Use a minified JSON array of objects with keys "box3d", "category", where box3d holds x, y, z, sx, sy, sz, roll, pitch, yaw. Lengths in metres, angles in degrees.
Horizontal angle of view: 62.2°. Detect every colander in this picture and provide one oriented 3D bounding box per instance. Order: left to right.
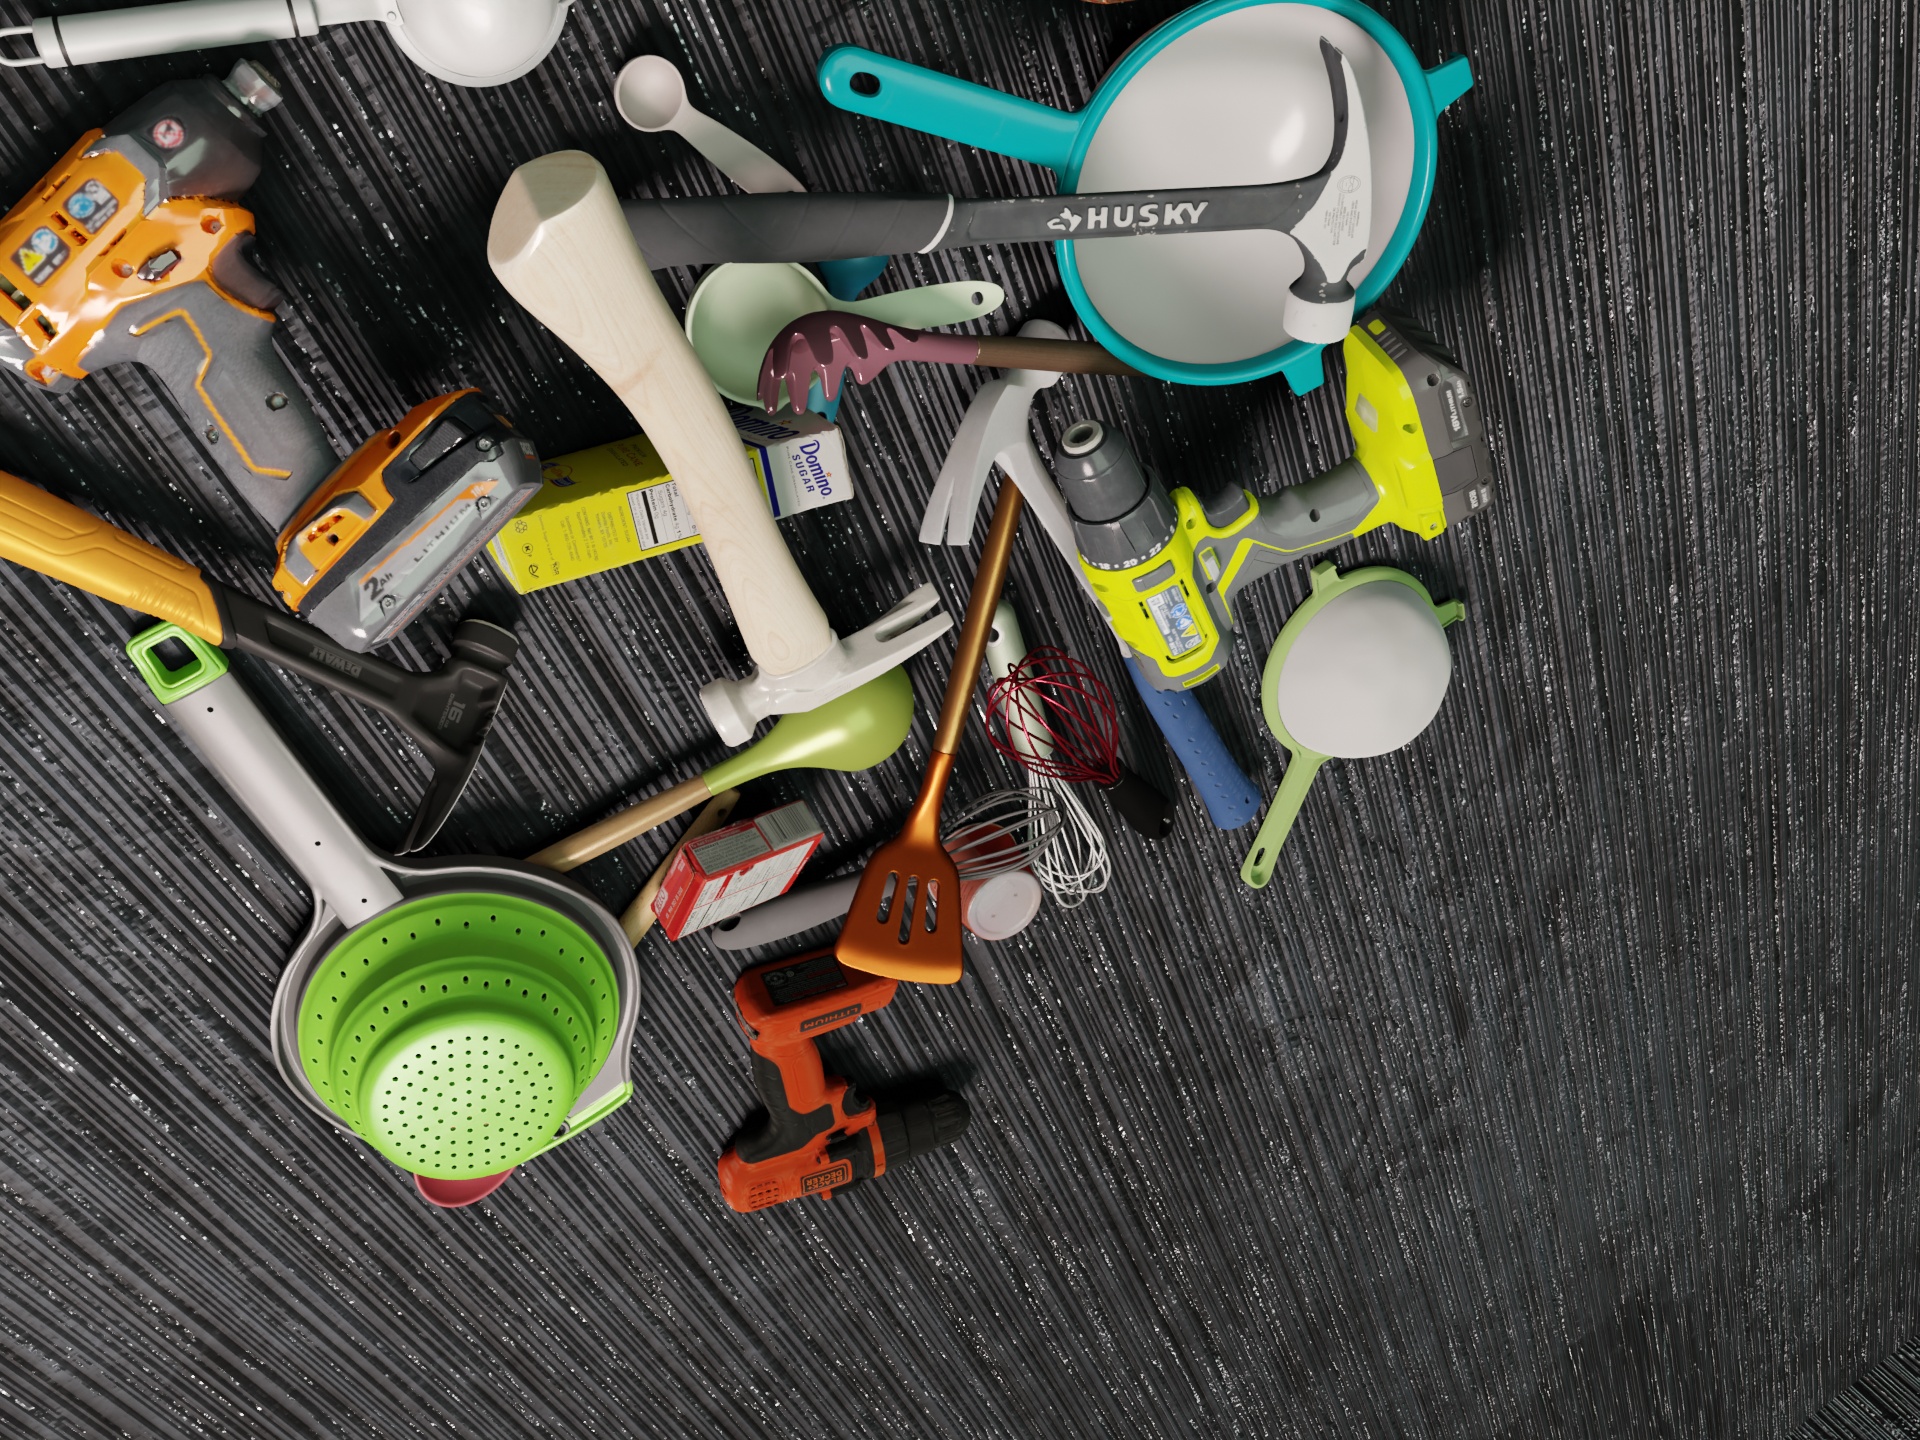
[{"box3d":[-0.306,0.122,0.842,0.204,0.095,0.396,-29,121,-4],"category":"colander"}]

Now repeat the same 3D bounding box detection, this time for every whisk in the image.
[{"box3d":[-0.045,0.096,1.007,0.239,0.055,0.055,-20,126,-2],"category":"whisk"},{"box3d":[0.052,0.025,1.039,0.059,0.058,0.246,-51,134,-40],"category":"whisk"},{"box3d":[0.088,0.026,1.004,0.073,0.073,0.295,-46,149,2],"category":"whisk"}]

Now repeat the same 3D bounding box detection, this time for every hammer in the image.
[{"box3d":[-0.374,-0.055,0.739,0.336,0.034,0.127,30,63,-33],"category":"hammer"},{"box3d":[-0.100,-0.107,0.726,0.146,0.038,0.410,-28,156,-4],"category":"hammer"},{"box3d":[0.008,-0.248,0.776,0.409,0.036,0.149,-5,128,-9],"category":"hammer"},{"box3d":[0.102,-0.052,1.003,0.144,0.035,0.405,-59,136,-22],"category":"hammer"}]

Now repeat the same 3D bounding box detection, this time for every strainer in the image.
[{"box3d":[-0.272,-0.301,0.679,0.258,0.050,0.086,-15,136,-16],"category":"strainer"},{"box3d":[0.082,-0.305,0.836,0.340,0.095,0.211,8,125,-22],"category":"strainer"},{"box3d":[0.273,0.019,1.134,0.151,0.069,0.256,11,109,-33],"category":"strainer"}]

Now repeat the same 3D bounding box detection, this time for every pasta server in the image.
[{"box3d":[0.028,-0.188,0.844,0.316,0.060,0.040,-7,78,-38],"category":"pasta server"}]

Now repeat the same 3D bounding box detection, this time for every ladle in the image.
[{"box3d":[-0.232,0.166,0.974,0.069,0.031,0.315,33,96,-37],"category":"ladle"},{"box3d":[-0.173,0.047,0.934,0.320,0.062,0.078,-27,104,-4],"category":"ladle"}]

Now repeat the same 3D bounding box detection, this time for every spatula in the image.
[{"box3d":[-0.002,-0.003,0.953,0.081,0.041,0.322,13,97,-11],"category":"spatula"}]

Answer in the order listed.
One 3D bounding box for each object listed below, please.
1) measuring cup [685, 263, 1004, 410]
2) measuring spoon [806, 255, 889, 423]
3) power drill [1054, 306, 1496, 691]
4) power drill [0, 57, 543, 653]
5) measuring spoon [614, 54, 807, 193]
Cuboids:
[{"box3d":[-0.061,-0.212,0.828,0.167,0.038,0.083,-12,114,-13],"category":"measuring cup"},{"box3d":[-0.063,-0.208,0.852,0.042,0.021,0.128,1,114,-29],"category":"measuring spoon"},{"box3d":[0.171,-0.132,0.896,0.228,0.080,0.190,-28,135,5],"category":"power drill"},{"box3d":[-0.291,-0.158,0.682,0.226,0.084,0.164,44,92,-10],"category":"power drill"},{"box3d":[-0.121,-0.285,0.787,0.124,0.018,0.034,26,102,-43],"category":"measuring spoon"}]
